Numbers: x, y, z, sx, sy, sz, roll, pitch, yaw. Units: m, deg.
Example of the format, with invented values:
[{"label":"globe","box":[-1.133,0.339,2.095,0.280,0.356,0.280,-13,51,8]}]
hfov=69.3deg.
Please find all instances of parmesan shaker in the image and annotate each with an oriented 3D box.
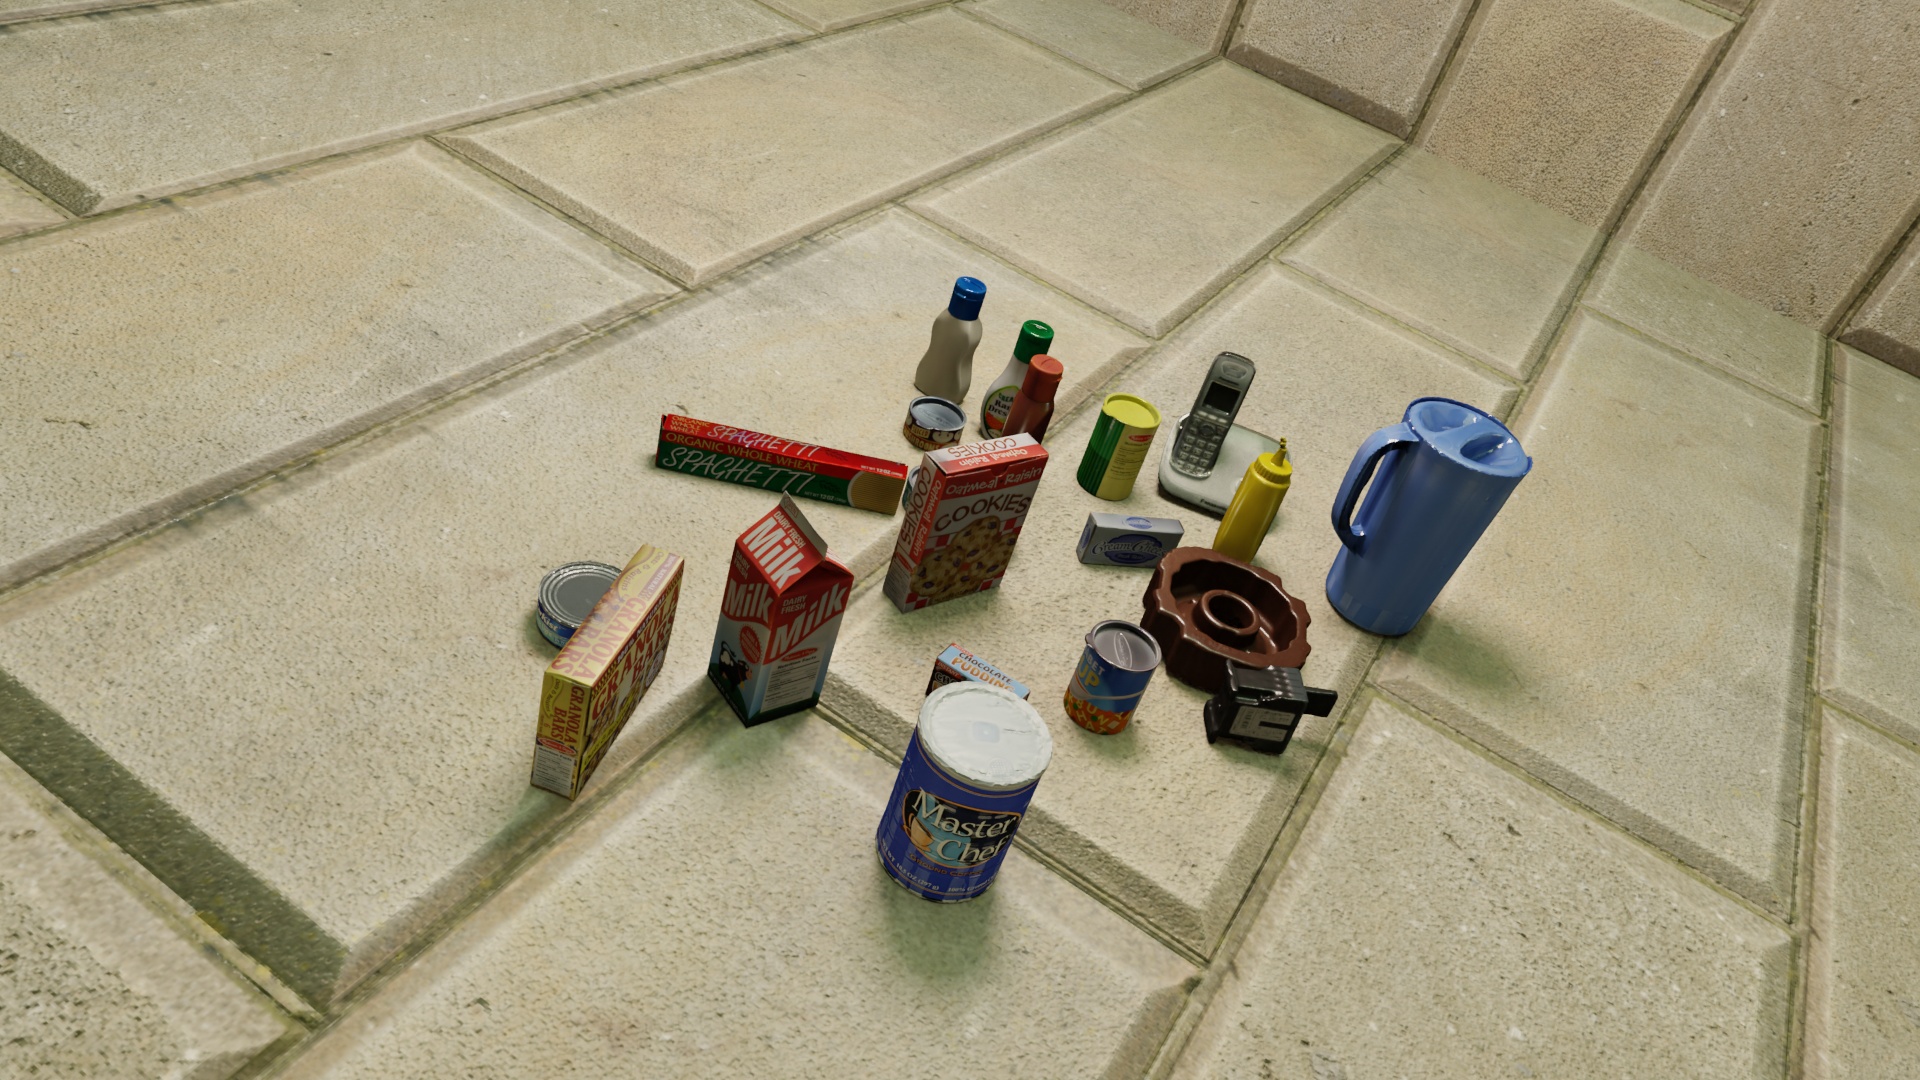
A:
[{"label":"parmesan shaker","box":[0.172,-0.104,1.542,0.071,0.102,0.072,12,37,-9]}]

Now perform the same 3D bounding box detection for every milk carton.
[{"label":"milk carton","box":[-0.144,0.054,1.125,0.074,0.189,0.072,-14,47,-37]}]

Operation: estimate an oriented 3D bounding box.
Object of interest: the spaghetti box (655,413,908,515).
[{"label":"spaghetti box","box":[-0.179,-0.076,1.393,0.250,0.049,0.029,11,37,-10]}]

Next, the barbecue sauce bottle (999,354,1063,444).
[{"label":"barbecue sauce bottle","box":[0.072,-0.128,1.491,0.044,0.147,0.065,31,38,16]}]

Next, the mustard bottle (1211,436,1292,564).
[{"label":"mustard bottle","box":[0.317,-0.042,1.480,0.049,0.159,0.066,23,36,5]}]

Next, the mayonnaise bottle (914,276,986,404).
[{"label":"mayonnaise bottle","box":[-0.006,-0.229,1.585,0.065,0.147,0.041,32,38,16]}]

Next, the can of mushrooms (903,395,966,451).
[{"label":"can of mushrooms","box":[-0.030,-0.128,1.541,0.071,0.033,0.071,12,37,-9]}]

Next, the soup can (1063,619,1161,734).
[{"label":"soup can","box":[0.133,0.123,1.250,0.071,0.083,0.072,12,37,-9]}]

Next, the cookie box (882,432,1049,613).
[{"label":"cookie box","box":[0.005,-0.016,1.301,0.123,0.166,0.040,-14,48,-37]}]

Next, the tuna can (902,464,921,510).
[{"label":"tuna can","box":[-0.027,-0.046,1.438,0.071,0.032,0.071,12,37,-9]}]

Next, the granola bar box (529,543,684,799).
[{"label":"granola bar box","box":[-0.269,0.098,1.068,0.039,0.123,0.166,21,36,2]}]

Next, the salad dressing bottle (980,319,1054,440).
[{"label":"salad dressing bottle","box":[0.065,-0.175,1.548,0.064,0.146,0.044,23,36,5]}]

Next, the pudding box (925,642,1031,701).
[{"label":"pudding box","box":[0.015,0.132,1.214,0.084,0.049,0.030,31,38,16]}]

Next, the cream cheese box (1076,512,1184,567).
[{"label":"cream cheese box","box":[0.177,0.001,1.452,0.104,0.053,0.024,5,39,-19]}]
